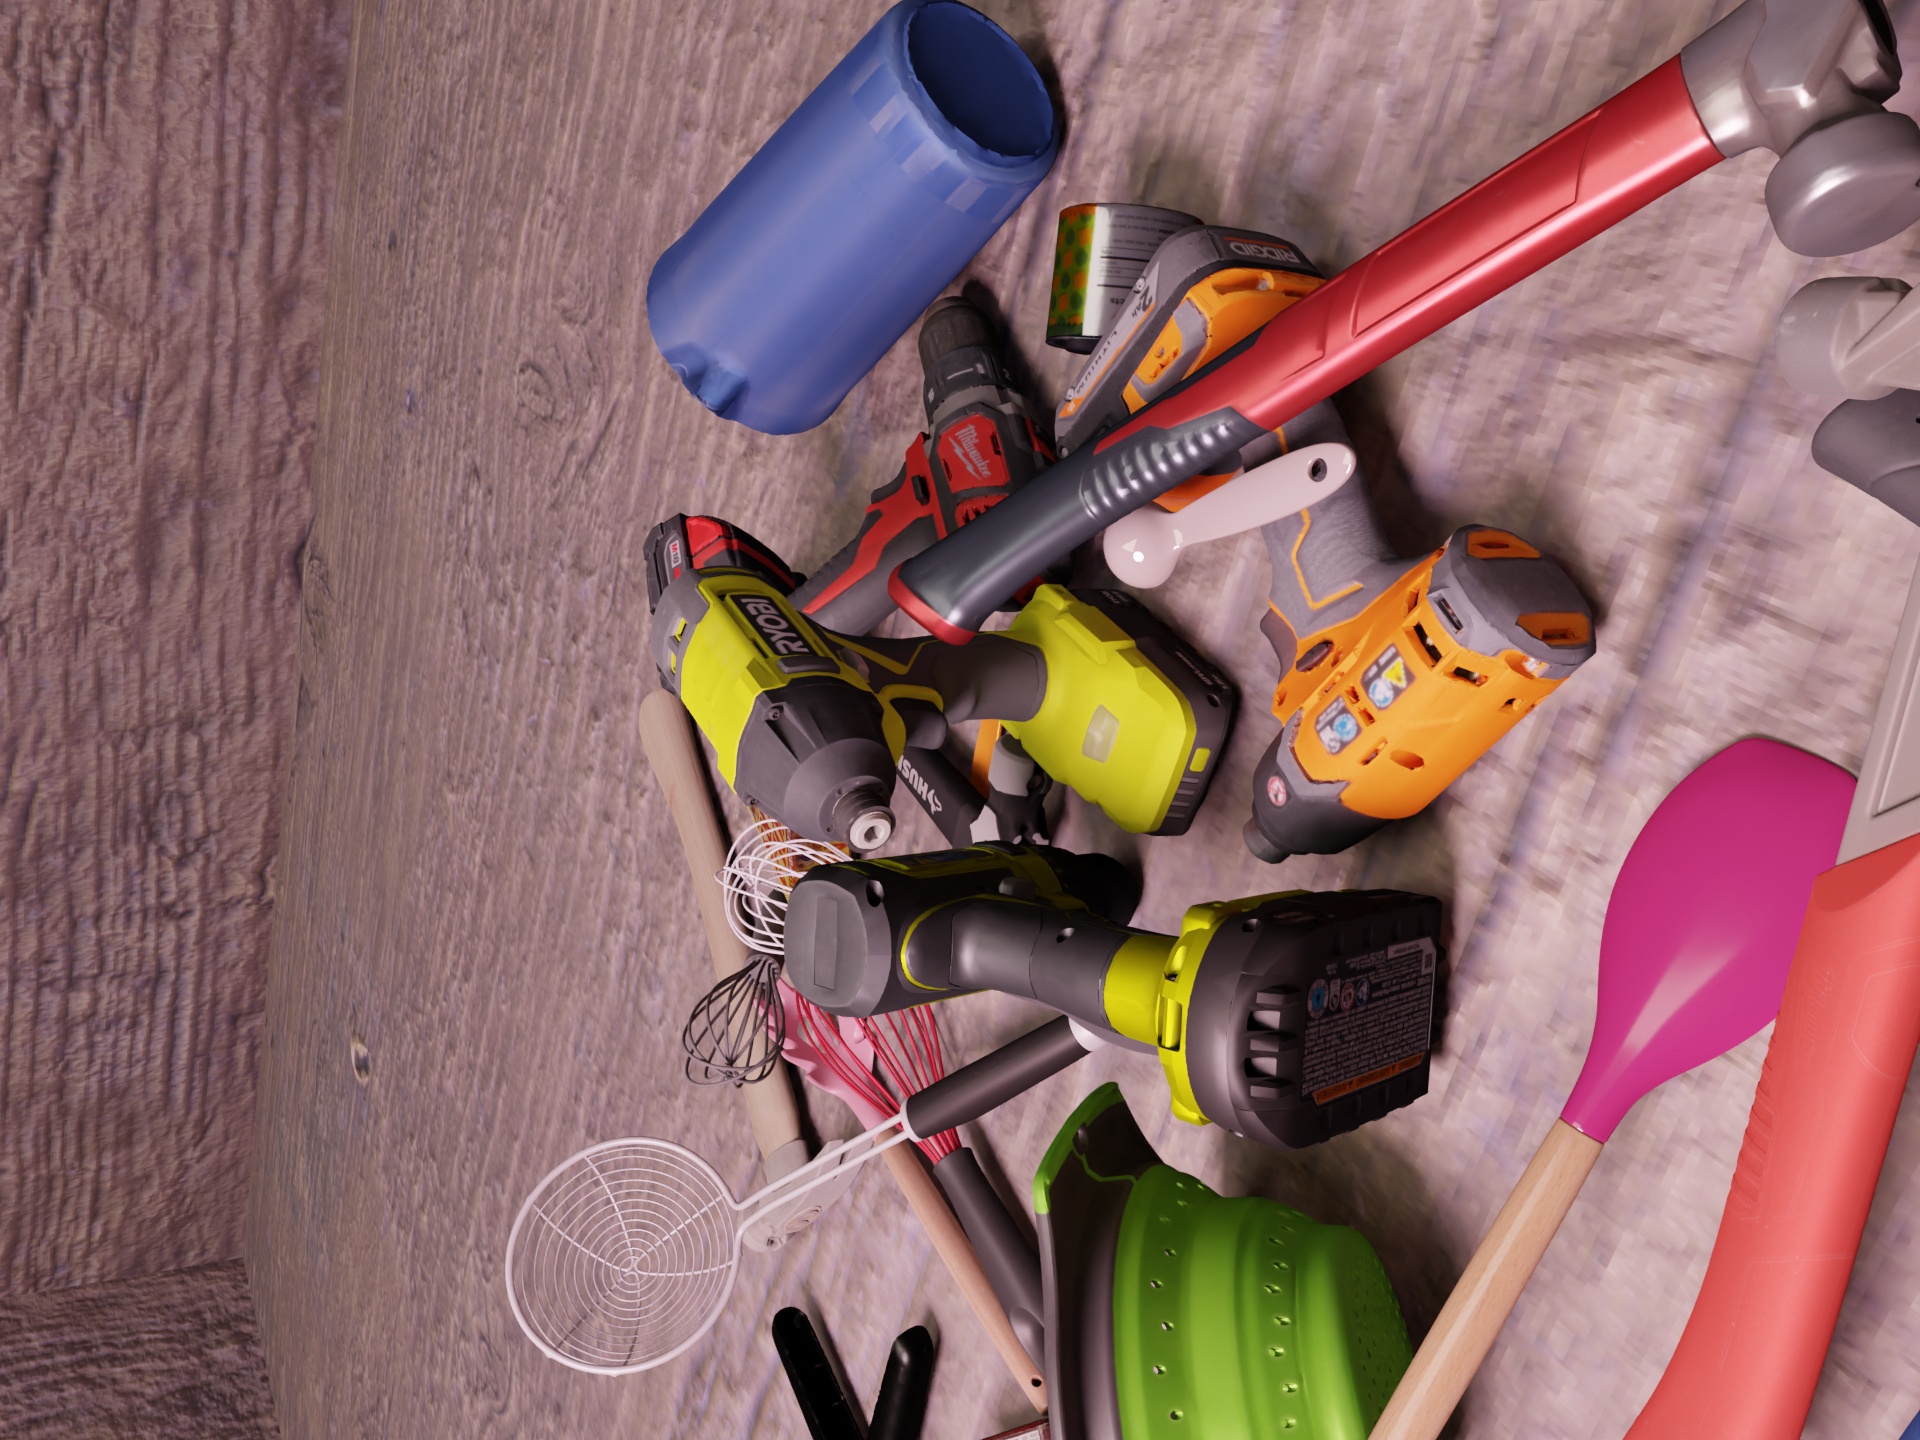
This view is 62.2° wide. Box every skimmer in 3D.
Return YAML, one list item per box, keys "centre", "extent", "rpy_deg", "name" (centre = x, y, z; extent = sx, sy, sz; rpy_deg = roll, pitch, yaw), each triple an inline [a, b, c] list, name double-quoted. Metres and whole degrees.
- centre: [-0.086, 0.228, 0.819]
  extent: [0.363, 0.090, 0.127]
  rpy_deg: [-34, 55, 26]
  name: "skimmer"

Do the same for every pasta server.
- centre: [-0.032, 0.252, 0.899]
  extent: [0.317, 0.060, 0.040]
  rpy_deg: [50, 165, 42]
  name: "pasta server"

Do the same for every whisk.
- centre: [-0.120, 0.149, 0.937]
  extent: [0.239, 0.055, 0.055]
  rpy_deg: [-81, 2, -73]
  name: "whisk"
- centre: [-0.011, 0.109, 0.783]
  extent: [0.285, 0.070, 0.070]
  rpy_deg: [15, 103, 32]
  name: "whisk"
- centre: [-0.014, 0.221, 0.858]
  extent: [0.296, 0.073, 0.073]
  rpy_deg: [55, 134, 32]
  name: "whisk"

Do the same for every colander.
- centre: [0.137, 0.325, 0.583]
  extent: [0.094, 0.204, 0.397]
  rpy_deg: [-17, 92, 22]
  name: "colander"

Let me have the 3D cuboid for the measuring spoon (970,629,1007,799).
- centre: [0.019, 0.007, 0.848]
  extent: [0.021, 0.011, 0.116]
  rpy_deg: [41, 127, 53]
  name: "measuring spoon"

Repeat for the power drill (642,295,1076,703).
- centre: [-0.055, -0.109, 0.836]
  extent: [0.226, 0.080, 0.188]
  rpy_deg: [-27, 56, 21]
  name: "power drill"

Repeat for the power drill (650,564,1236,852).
- centre: [-0.001, -0.002, 0.678]
  extent: [0.171, 0.223, 0.080]
  rpy_deg: [48, 129, 47]
  name: "power drill"

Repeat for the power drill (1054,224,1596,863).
- centre: [0.123, -0.062, 0.621]
  extent: [0.164, 0.084, 0.227]
  rpy_deg: [-55, 50, 43]
  name: "power drill"

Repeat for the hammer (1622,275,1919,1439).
- centre: [0.233, 0.072, 0.399]
  extent: [0.149, 0.036, 0.359]
  rpy_deg: [-137, 52, -66]
  name: "hammer"

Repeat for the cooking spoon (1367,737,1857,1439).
- centre: [0.180, 0.149, 0.492]
  extent: [0.069, 0.017, 0.319]
  rpy_deg: [33, 96, 49]
  name: "cooking spoon"

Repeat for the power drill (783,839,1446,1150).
- centre: [0.069, 0.092, 0.636]
  extent: [0.229, 0.190, 0.080]
  rpy_deg: [7, 96, 43]
  name: "power drill"

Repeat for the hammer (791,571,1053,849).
- centre: [-0.046, 0.004, 0.917]
  extent: [0.335, 0.035, 0.146]
  rpy_deg: [47, 134, 49]
  name: "hammer"

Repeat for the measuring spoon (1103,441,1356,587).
- centre: [0.092, -0.077, 0.580]
  extent: [0.124, 0.018, 0.034]
  rpy_deg: [-19, 82, 53]
  name: "measuring spoon"

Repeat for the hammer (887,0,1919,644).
- centre: [0.105, -0.131, 0.540]
  extent: [0.386, 0.038, 0.143]
  rpy_deg: [-27, 59, 43]
  name: "hammer"

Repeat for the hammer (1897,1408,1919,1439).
- centre: [0.265, 0.229, 0.438]
  extent: [0.144, 0.035, 0.405]
  rpy_deg: [49, 130, 46]
  name: "hammer"

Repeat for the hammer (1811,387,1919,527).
- centre: [0.323, 0.046, 0.310]
  extent: [0.149, 0.036, 0.409]
  rpy_deg: [-40, 45, 12]
  name: "hammer"

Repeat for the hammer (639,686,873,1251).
- centre: [-0.157, 0.142, 1.097]
  extent: [0.146, 0.038, 0.411]
  rpy_deg: [-52, 48, 42]
  name: "hammer"
